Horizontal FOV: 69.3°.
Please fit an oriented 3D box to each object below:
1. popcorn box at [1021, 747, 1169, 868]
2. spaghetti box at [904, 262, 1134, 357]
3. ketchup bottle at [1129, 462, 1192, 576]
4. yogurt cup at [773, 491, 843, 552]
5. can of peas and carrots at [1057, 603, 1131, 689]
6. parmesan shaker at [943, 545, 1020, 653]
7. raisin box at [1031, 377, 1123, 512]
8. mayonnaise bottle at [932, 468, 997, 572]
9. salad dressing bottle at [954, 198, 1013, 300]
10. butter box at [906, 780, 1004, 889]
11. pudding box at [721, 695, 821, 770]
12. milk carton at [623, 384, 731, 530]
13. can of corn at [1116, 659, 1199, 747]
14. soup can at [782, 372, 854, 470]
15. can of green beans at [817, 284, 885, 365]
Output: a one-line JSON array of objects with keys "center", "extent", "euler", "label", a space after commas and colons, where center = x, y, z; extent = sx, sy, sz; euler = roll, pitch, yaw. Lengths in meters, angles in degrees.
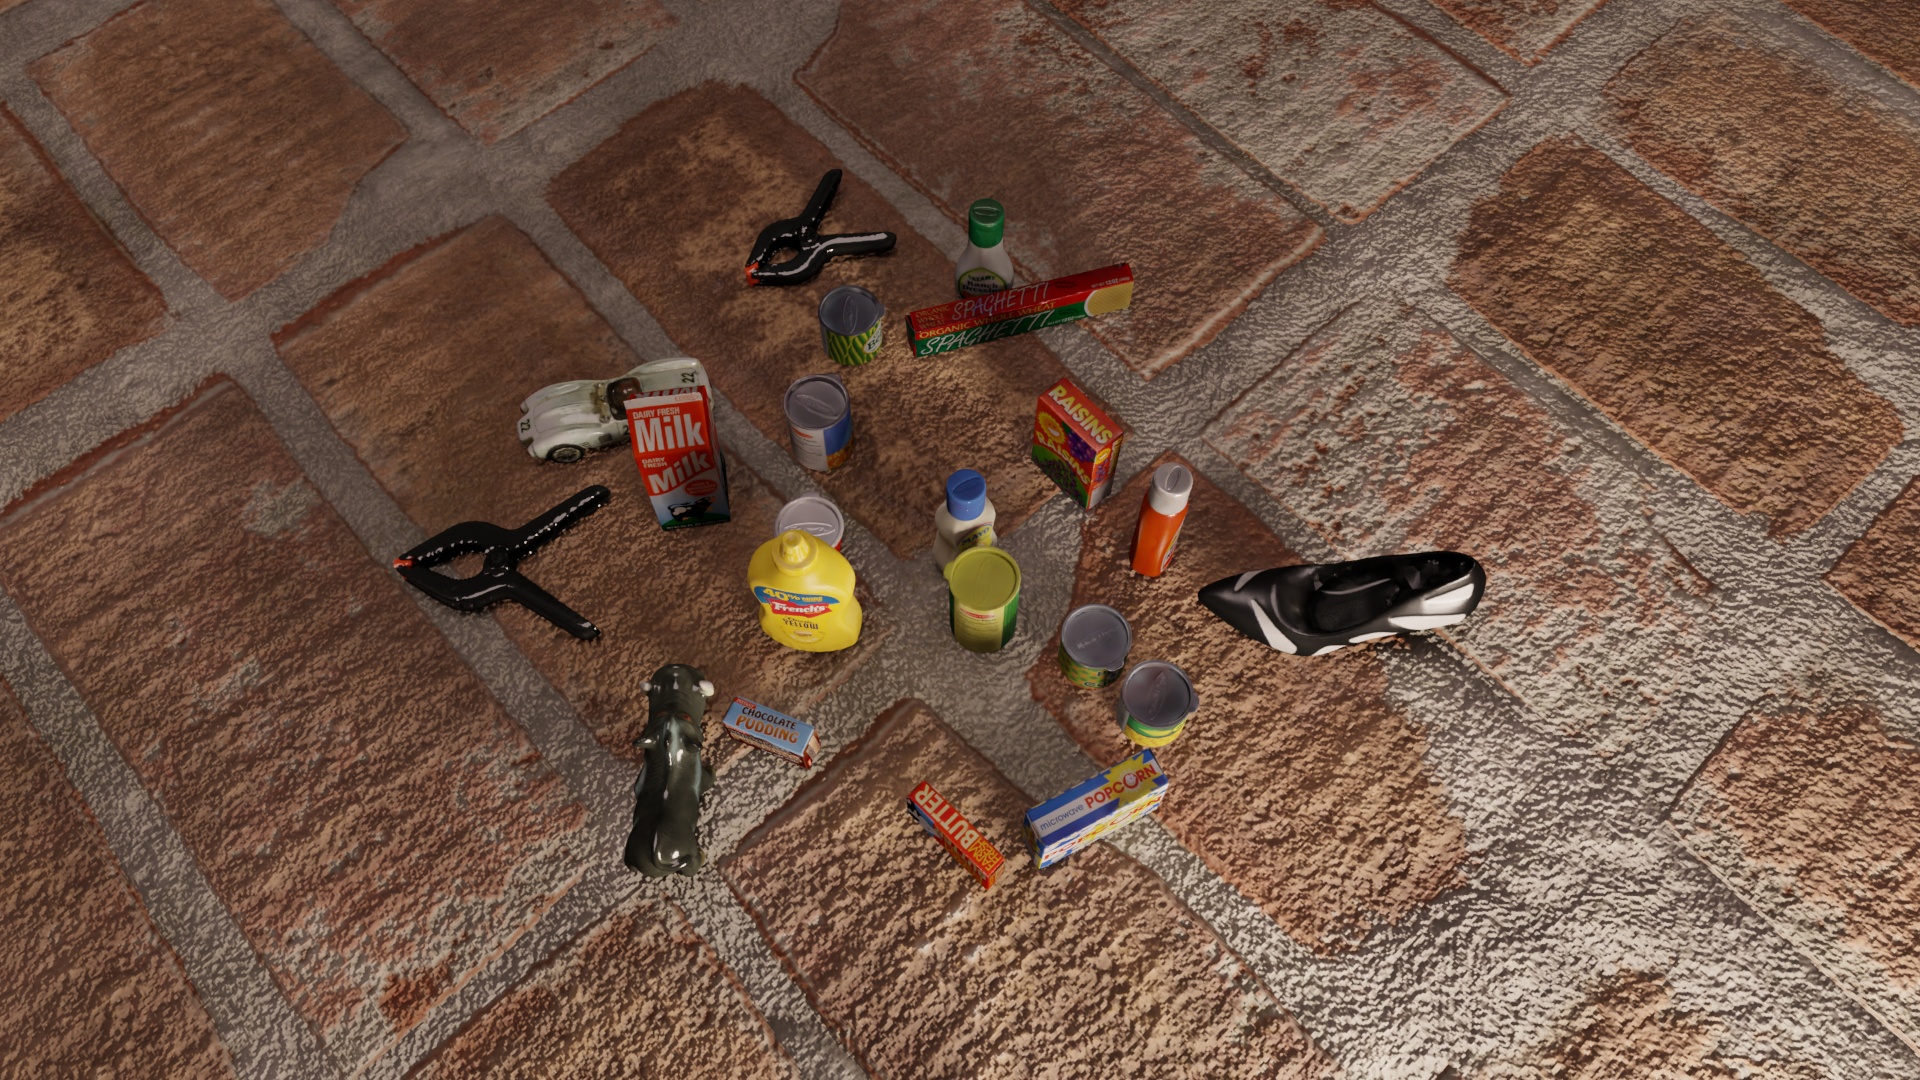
[{"center": [0.117, 0.238, 1.228], "extent": [0.127, 0.085, 0.038], "euler": [-25, 66, -12], "label": "popcorn box"}, {"center": [0.064, -0.248, 1.498], "extent": [0.250, 0.050, 0.029], "euler": [-15, 64, -8], "label": "spaghetti box"}, {"center": [0.192, -0.023, 1.327], "extent": [0.043, 0.148, 0.065], "euler": [20, 65, 10], "label": "ketchup bottle"}, {"center": [-0.147, -0.003, 1.368], "extent": [0.072, 0.053, 0.072], "euler": [0, 63, 0], "label": "yogurt cup"}, {"center": [0.128, 0.103, 1.313], "extent": [0.071, 0.058, 0.071], "euler": [0, 63, 0], "label": "can of peas and carrots"}, {"center": [0.019, 0.056, 1.311], "extent": [0.071, 0.102, 0.071], "euler": [0, 63, 0], "label": "parmesan shaker"}, {"center": [0.115, -0.094, 1.377], "extent": [0.040, 0.123, 0.086], "euler": [-37, 69, -17], "label": "raisin box"}, {"center": [0.005, -0.017, 1.323], "extent": [0.065, 0.147, 0.041], "euler": [-29, 67, -14], "label": "mayonnaise bottle"}, {"center": [0.026, -0.300, 1.469], "extent": [0.064, 0.147, 0.044], "euler": [7, 63, 3], "label": "salad dressing bottle"}, {"center": [-0.004, 0.262, 1.233], "extent": [0.103, 0.053, 0.024], "euler": [41, 70, 19], "label": "butter box"}, {"center": [-0.173, 0.177, 1.278], "extent": [0.084, 0.049, 0.030], "euler": [21, 65, 10], "label": "pudding box"}, {"center": [-0.270, -0.087, 1.334], "extent": [0.072, 0.189, 0.074], "euler": [-8, 64, -4], "label": "milk carton"}, {"center": [0.182, 0.152, 1.288], "extent": [0.071, 0.058, 0.071], "euler": [0, 63, 0], "label": "can of corn"}, {"center": [-0.141, -0.121, 1.412], "extent": [0.071, 0.083, 0.071], "euler": [0, 63, 0], "label": "soup can"}, {"center": [-0.117, -0.229, 1.482], "extent": [0.071, 0.057, 0.071], "euler": [0, 63, 0], "label": "can of green beans"}]
